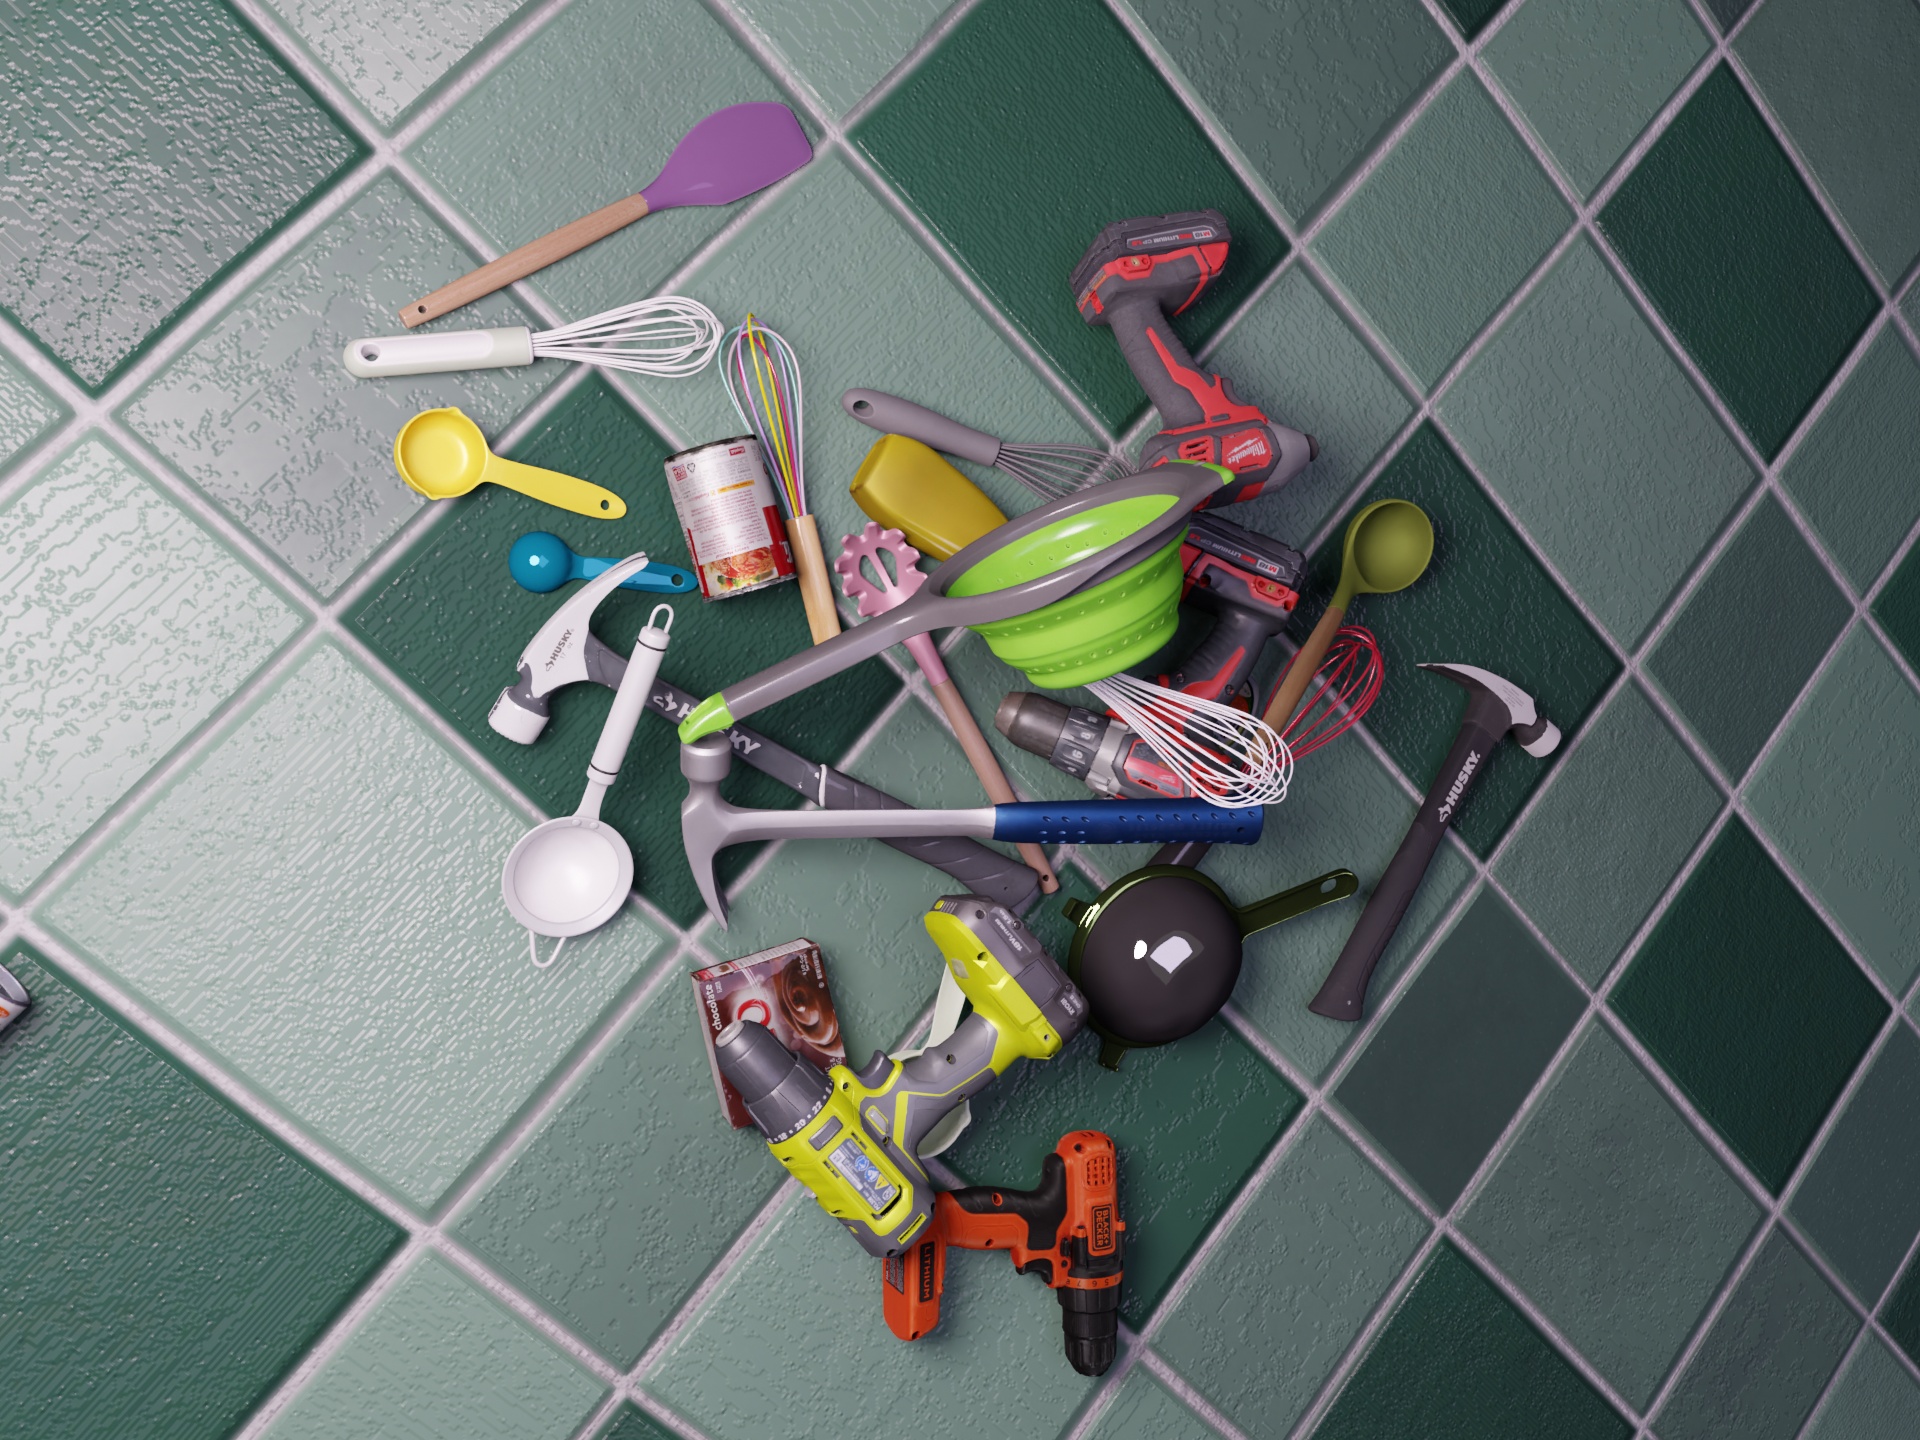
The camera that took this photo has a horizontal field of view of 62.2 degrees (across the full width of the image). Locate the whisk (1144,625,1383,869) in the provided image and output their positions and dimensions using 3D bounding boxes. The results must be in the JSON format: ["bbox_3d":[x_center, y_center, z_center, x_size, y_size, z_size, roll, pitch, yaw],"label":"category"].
[{"bbox_3d":[0.237,0.038,1.269,0.073,0.073,0.296,46,80,-17],"label":"whisk"}]

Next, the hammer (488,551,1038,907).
[{"bbox_3d":[-0.111,0.032,1.117,0.408,0.036,0.149,30,97,-24],"label":"hammer"}]

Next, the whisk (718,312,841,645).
[{"bbox_3d":[-0.121,-0.164,1.120,0.051,0.047,0.245,-17,100,-23],"label":"whisk"}]

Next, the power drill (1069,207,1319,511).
[{"bbox_3d":[0.178,-0.265,1.192,0.143,0.078,0.220,-14,78,-22],"label":"power drill"}]

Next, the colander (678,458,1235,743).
[{"bbox_3d":[0.008,-0.049,1.060,0.397,0.205,0.094,-26,108,-6],"label":"colander"}]

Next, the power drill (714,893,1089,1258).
[{"bbox_3d":[-0.040,0.227,1.102,0.228,0.080,0.190,-43,102,-19],"label":"power drill"}]

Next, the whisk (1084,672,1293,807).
[{"bbox_3d":[0.112,-0.021,1.133,0.285,0.070,0.070,33,74,25],"label":"whisk"}]

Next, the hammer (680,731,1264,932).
[{"bbox_3d":[0.011,0.075,1.107,0.405,0.035,0.144,0,117,-10],"label":"hammer"}]

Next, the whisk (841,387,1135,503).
[{"bbox_3d":[0.024,-0.202,1.180,0.238,0.055,0.055,16,84,-18],"label":"whisk"}]

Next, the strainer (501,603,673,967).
[{"bbox_3d":[-0.236,0.040,1.040,0.086,0.050,0.258,15,107,-30],"label":"strainer"}]

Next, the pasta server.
[{"bbox_3d":[-0.002,-0.004,1.175,0.060,0.040,0.316,-28,103,2],"label":"pasta server"}]

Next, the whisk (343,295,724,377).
[{"bbox_3d":[-0.277,-0.248,1.050,0.246,0.059,0.058,-9,82,-18],"label":"whisk"}]

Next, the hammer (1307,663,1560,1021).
[{"bbox_3d":[0.382,0.105,1.341,0.146,0.035,0.335,36,77,-20],"label":"hammer"}]

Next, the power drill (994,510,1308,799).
[{"bbox_3d":[0.147,-0.045,1.202,0.188,0.080,0.227,23,79,4],"label":"power drill"}]

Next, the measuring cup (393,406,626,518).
[{"bbox_3d":[-0.299,-0.161,1.059,0.156,0.029,0.062,15,85,-34],"label":"measuring cup"}]

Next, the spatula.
[{"bbox_3d":[-0.239,-0.343,1.080,0.316,0.018,0.059,-35,102,-20],"label":"spatula"}]

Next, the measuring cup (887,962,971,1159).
[{"bbox_3d":[-0.023,0.236,1.171,0.083,0.038,0.168,21,77,-21],"label":"measuring cup"}]

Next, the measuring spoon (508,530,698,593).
[{"bbox_3d":[-0.240,-0.102,1.079,0.128,0.021,0.042,6,89,-22],"label":"measuring spoon"}]

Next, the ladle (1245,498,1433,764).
[{"bbox_3d":[0.292,-0.070,1.229,0.078,0.062,0.320,59,45,-22],"label":"ladle"}]

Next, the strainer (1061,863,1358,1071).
[{"bbox_3d":[0.210,0.174,1.229,0.256,0.069,0.151,-19,109,-15],"label":"strainer"}]
